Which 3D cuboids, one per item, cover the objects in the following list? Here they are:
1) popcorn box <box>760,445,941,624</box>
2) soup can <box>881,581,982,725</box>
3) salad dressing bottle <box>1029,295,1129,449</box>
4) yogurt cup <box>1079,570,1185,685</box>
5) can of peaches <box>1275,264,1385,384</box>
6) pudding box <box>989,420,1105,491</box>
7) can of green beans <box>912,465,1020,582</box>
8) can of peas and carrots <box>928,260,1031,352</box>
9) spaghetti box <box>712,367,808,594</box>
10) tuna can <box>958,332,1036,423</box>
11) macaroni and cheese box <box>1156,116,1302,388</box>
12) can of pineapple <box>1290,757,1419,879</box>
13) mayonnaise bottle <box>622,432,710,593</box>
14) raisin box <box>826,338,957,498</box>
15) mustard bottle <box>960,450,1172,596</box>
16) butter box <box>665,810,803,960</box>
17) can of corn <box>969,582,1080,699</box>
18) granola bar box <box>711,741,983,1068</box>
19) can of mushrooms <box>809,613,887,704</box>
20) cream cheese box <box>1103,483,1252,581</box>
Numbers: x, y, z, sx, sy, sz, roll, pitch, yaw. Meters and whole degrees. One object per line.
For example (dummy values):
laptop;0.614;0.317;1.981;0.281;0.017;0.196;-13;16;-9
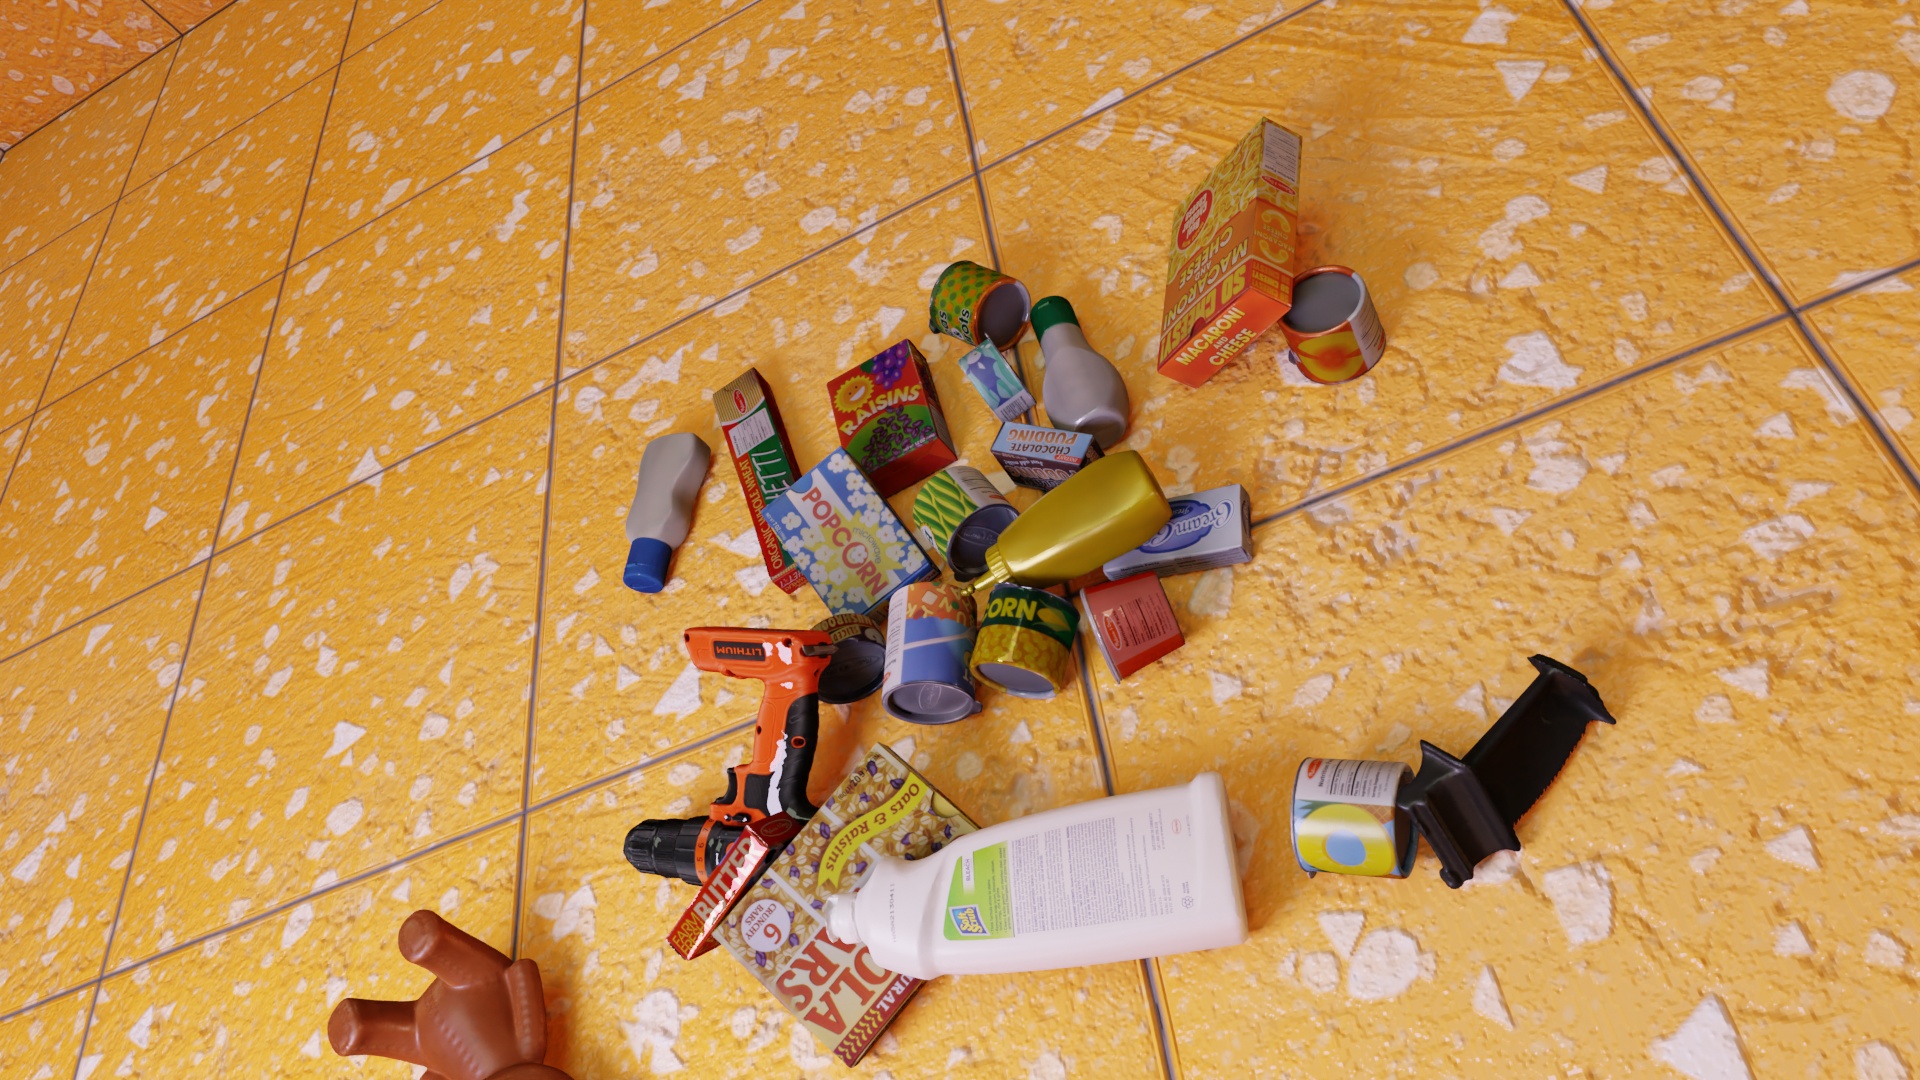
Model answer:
popcorn box;-0.086;0.002;1.087;0.085;0.038;0.127;-39;69;4
soup can;-0.018;0.082;1.001;0.071;0.071;0.084;-14;53;23
salad dressing bottle;0.090;-0.136;1.099;0.064;0.044;0.148;-28;48;13
yogurt cup;0.117;0.055;0.938;0.054;0.072;0.073;-23;50;7
can of peaches;0.262;-0.154;0.995;0.071;0.058;0.071;-16;53;22
pudding box;0.070;-0.061;1.054;0.084;0.049;0.030;13;66;36
can of green beans;0.005;-0.015;1.051;0.071;0.071;0.058;-42;47;0
can of peas and carrots;0.015;-0.195;1.168;0.059;0.070;0.071;30;78;41
spaghetti box;-0.166;-0.056;1.209;0.050;0.028;0.251;-32;48;9
tuna can;0.028;-0.130;1.114;0.033;0.071;0.071;-36;48;6
macaroni and cheese box;0.201;-0.215;1.044;0.123;0.040;0.167;-43;31;55
can of pineapple;0.227;0.160;0.797;0.058;0.071;0.071;-2;59;31
mayonnaise bottle;-0.268;-0.025;1.243;0.064;0.041;0.149;-10;56;28
raisin box;-0.059;-0.101;1.168;0.086;0.040;0.124;-28;50;13
mustard bottle;0.069;-0.002;0.982;0.160;0.048;0.065;-30;46;15
butter box;-0.149;0.230;0.926;0.024;0.053;0.103;39;103;17
can of corn;0.043;0.070;0.966;0.071;0.071;0.058;1;61;32
granola bar box;-0.060;0.234;0.903;0.124;0.039;0.166;39;83;13
can of mushrooms;-0.086;0.086;1.034;0.071;0.071;0.033;-34;46;7
cream cheese box;0.153;-0.003;0.981;0.103;0.024;0.053;-12;55;25
